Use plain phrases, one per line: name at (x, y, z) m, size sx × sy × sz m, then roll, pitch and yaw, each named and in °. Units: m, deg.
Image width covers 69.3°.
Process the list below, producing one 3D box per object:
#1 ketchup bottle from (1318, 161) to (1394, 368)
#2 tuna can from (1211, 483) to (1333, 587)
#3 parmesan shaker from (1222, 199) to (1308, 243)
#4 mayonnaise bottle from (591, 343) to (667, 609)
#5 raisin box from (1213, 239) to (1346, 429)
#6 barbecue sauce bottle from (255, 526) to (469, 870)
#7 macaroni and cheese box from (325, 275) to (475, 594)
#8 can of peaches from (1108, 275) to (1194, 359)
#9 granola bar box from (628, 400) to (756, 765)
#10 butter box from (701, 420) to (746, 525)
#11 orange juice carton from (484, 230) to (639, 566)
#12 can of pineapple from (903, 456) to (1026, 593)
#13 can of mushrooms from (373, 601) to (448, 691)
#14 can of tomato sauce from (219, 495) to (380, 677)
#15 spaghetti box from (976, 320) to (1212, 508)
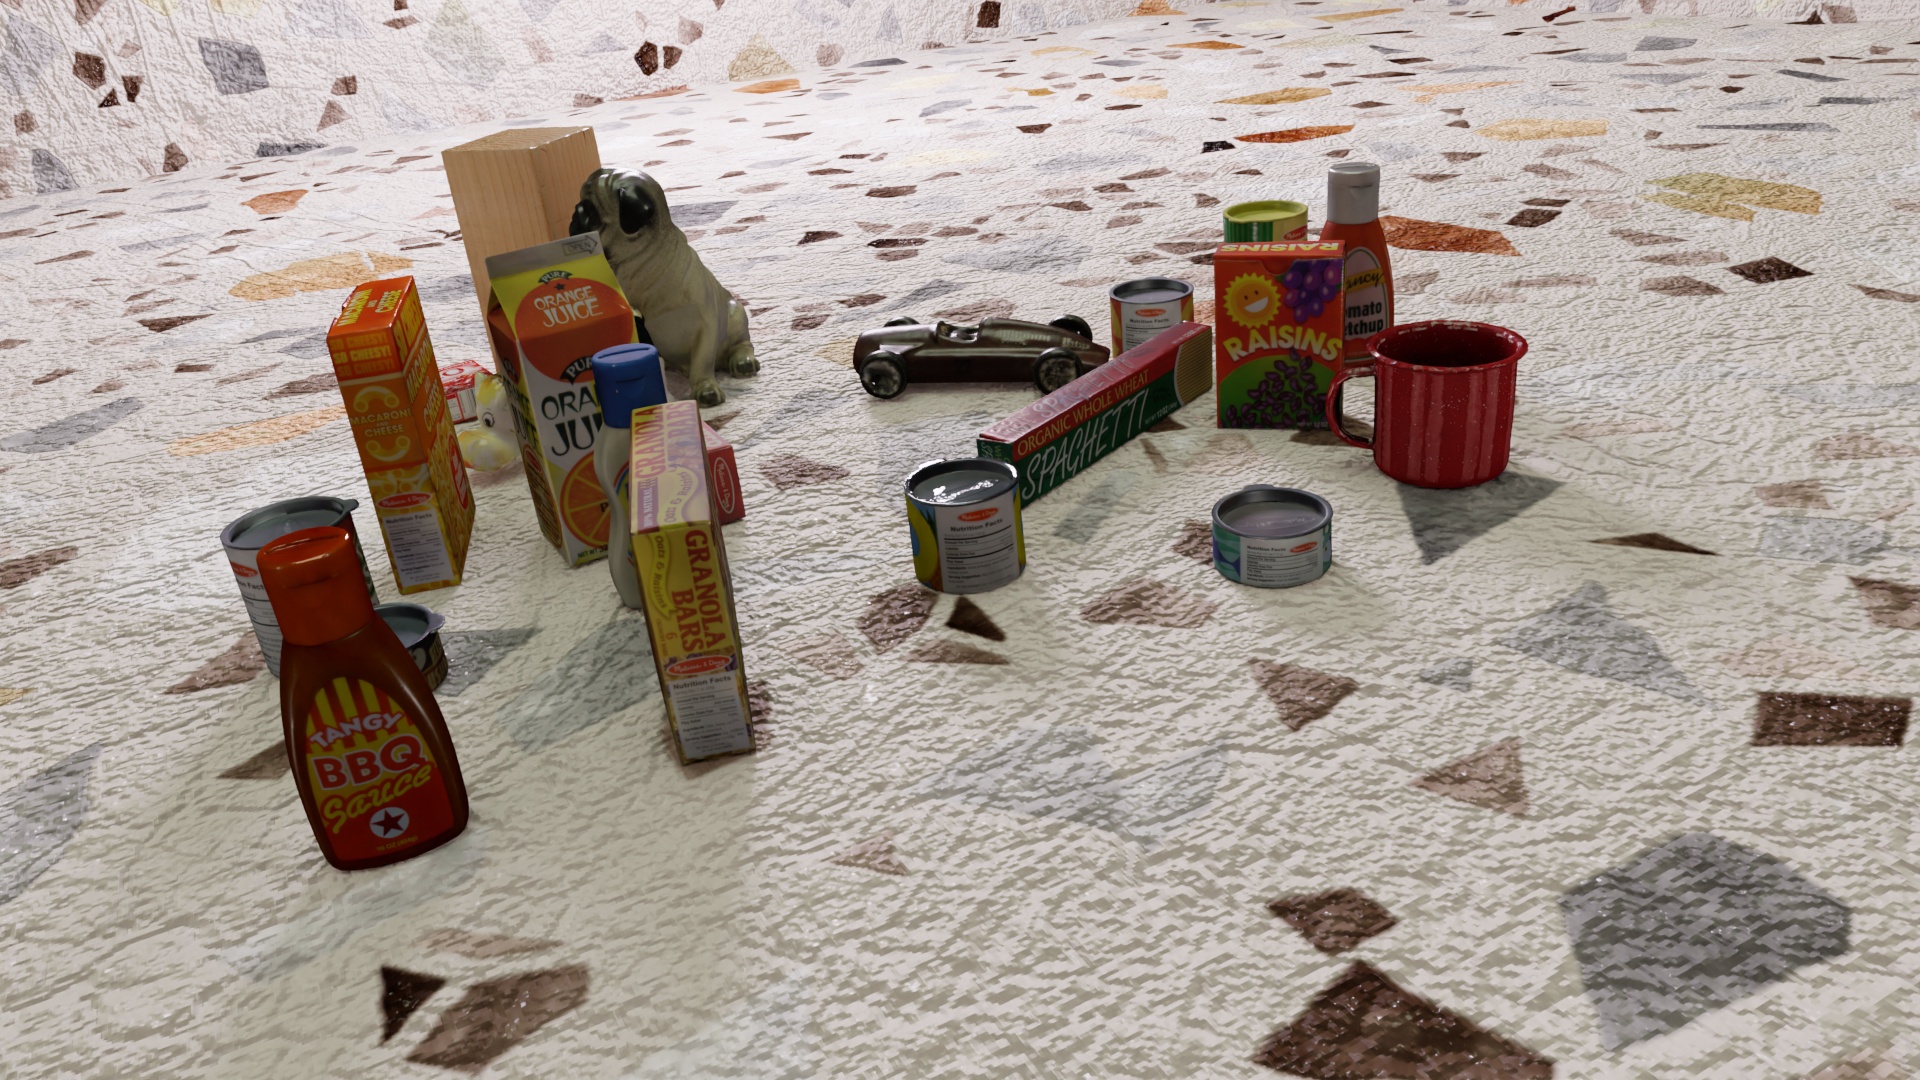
ketchup bottle at (0.288, -0.202, 1.026) m, size 0.065 × 0.148 × 0.044 m, roll -6°, pitch 26°, yaw 0°
tuna can at (0.173, -0.003, 0.776) m, size 0.071 × 0.032 × 0.071 m, roll -5°, pitch 26°, yaw 2°
parmesan shaker at (0.242, -0.213, 1.111) m, size 0.071 × 0.102 × 0.071 m, roll -5°, pitch 26°, yaw 2°
mayonnaise bottle at (-0.176, -0.036, 0.786) m, size 0.065 × 0.147 × 0.041 m, roll -13°, pitch 26°, yaw -14°
raisin box at (0.216, -0.138, 0.940) m, size 0.086 × 0.122 × 0.040 m, roll 3°, pitch 27°, yaw 18°
barbecue sauce bottle at (-0.259, 0.067, 0.592) m, size 0.065 × 0.147 × 0.044 m, roll -15°, pitch 27°, yaw -17°
macaroni and cheese box at (-0.346, -0.068, 0.867) m, size 0.040 × 0.165 × 0.124 m, roll -11°, pitch 26°, yaw -10°
can of peaches at (0.152, -0.171, 1.095) m, size 0.071 × 0.057 × 0.071 m, roll -5°, pitch 26°, yaw 2°
granola bar box at (-0.138, 0.015, 0.701) m, size 0.039 × 0.123 × 0.166 m, roll -10°, pitch 26°, yaw -9°
butter box at (-0.175, -0.052, 0.926) m, size 0.024 × 0.053 × 0.104 m, roll -18°, pitch 28°, yaw -23°
orange juice carton at (-0.237, -0.089, 0.857) m, size 0.072 × 0.191 × 0.073 m, roll -20°, pitch 29°, yaw -26°
can of pineapple at (0.003, -0.010, 0.798) m, size 0.071 × 0.057 × 0.071 m, roll -5°, pitch 26°, yaw 2°
can of mushrooms at (-0.309, 0.063, 0.743) m, size 0.071 × 0.033 × 0.071 m, roll -5°, pitch 26°, yaw 2°
can of tomato sauce at (-0.362, 0.025, 0.775) m, size 0.071 × 0.082 × 0.071 m, roll -5°, pitch 26°, yaw 2°
spaghetti box at (0.099, -0.090, 0.949) m, size 0.029 × 0.050 × 0.251 m, roll 15°, pitch 33°, yaw 37°
